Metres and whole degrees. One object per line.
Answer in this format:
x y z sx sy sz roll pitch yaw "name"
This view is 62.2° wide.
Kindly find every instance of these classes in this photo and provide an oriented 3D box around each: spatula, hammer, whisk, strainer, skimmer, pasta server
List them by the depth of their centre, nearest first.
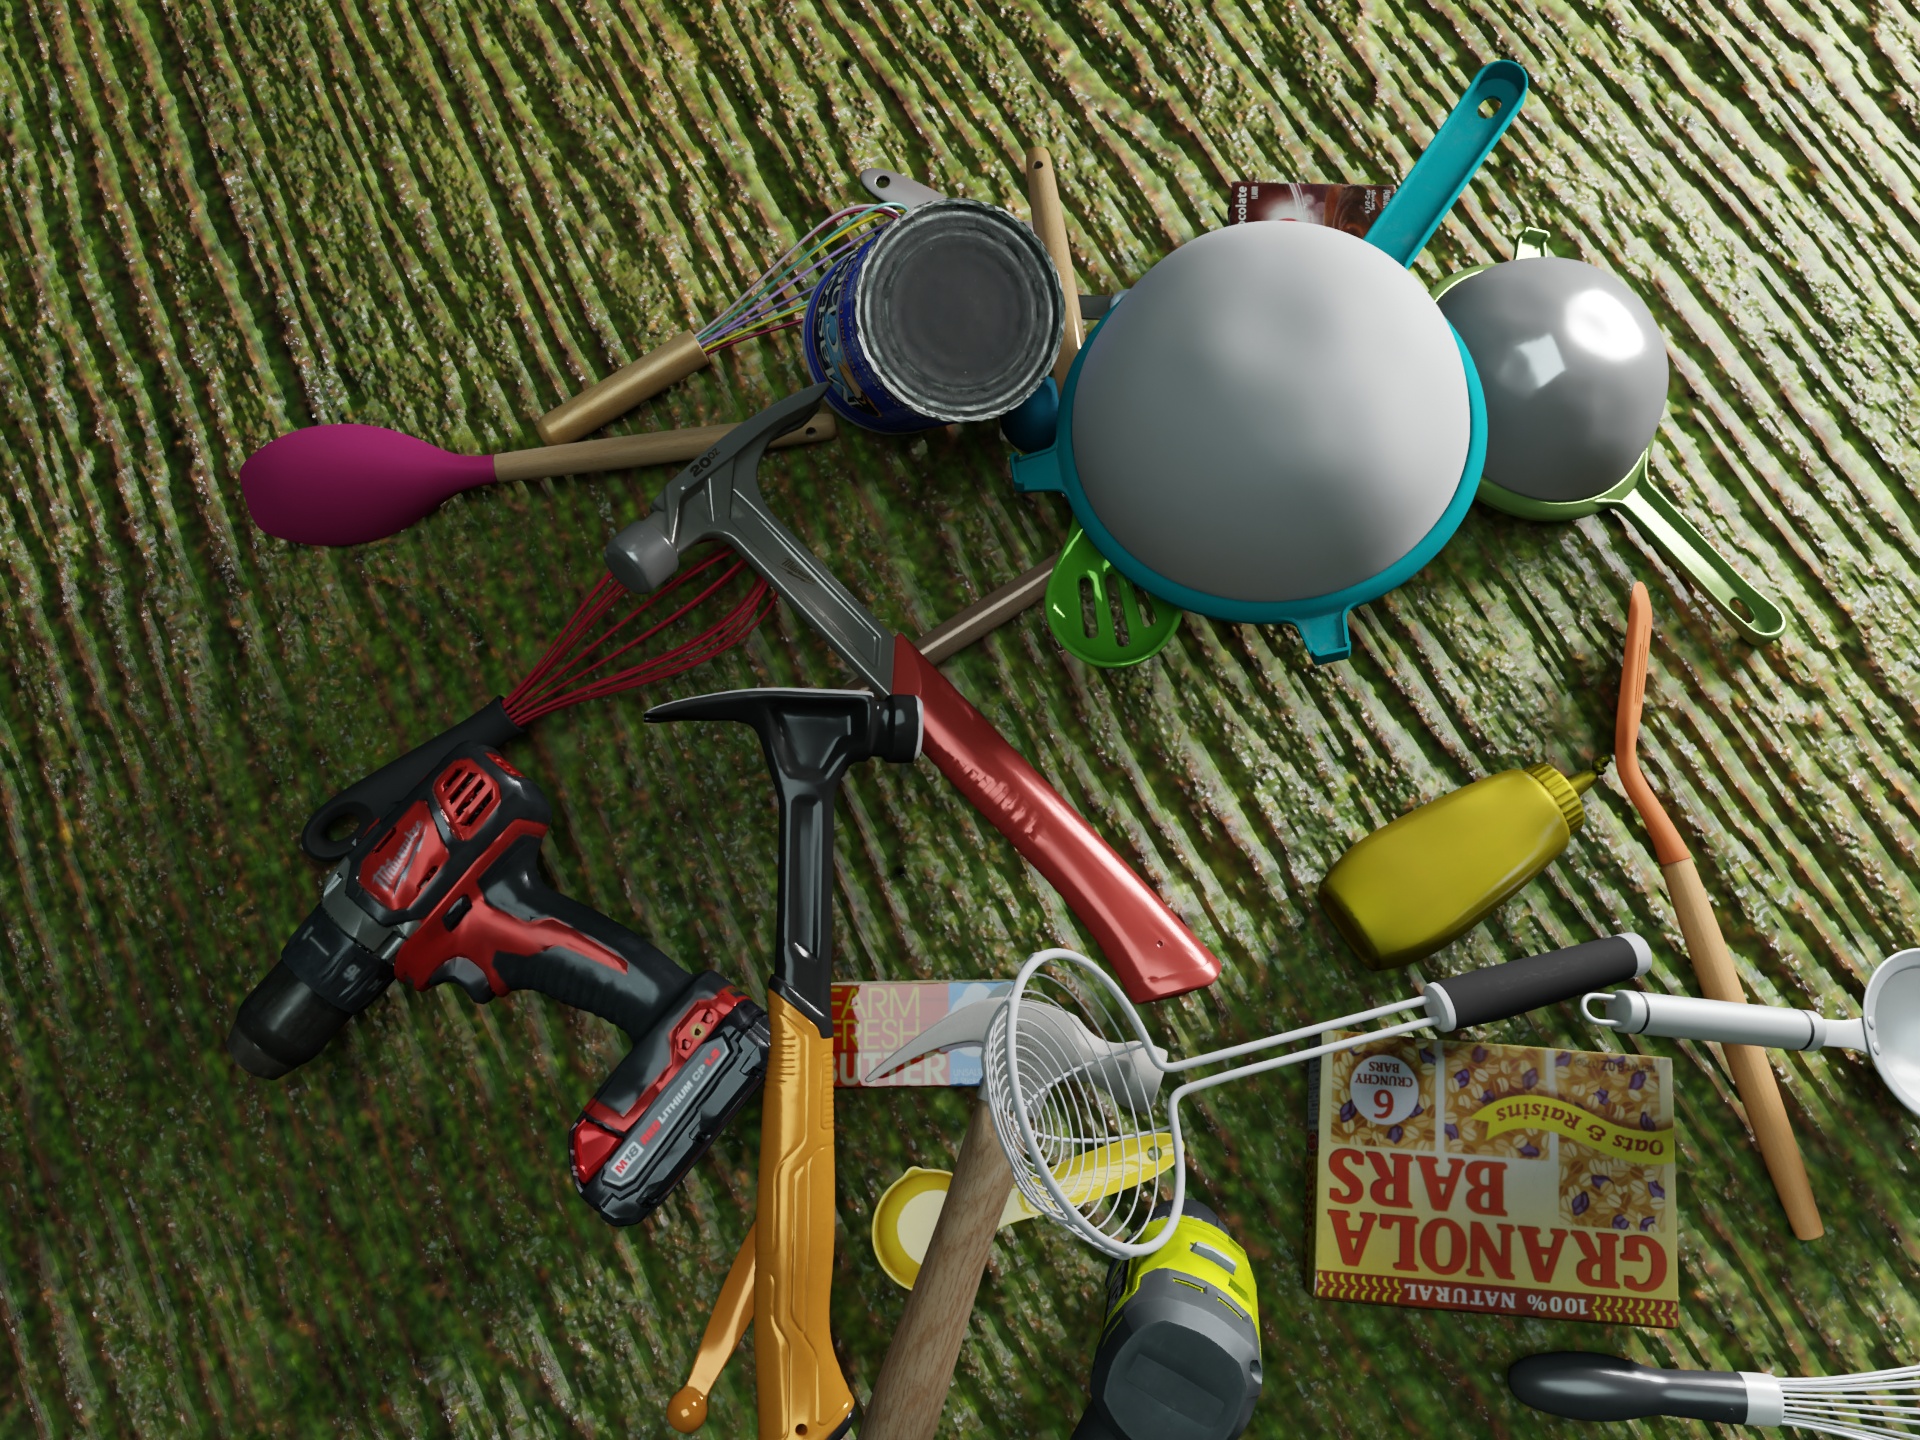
0.176 0.135 0.700 0.363 0.090 0.127 -10 71 -20 "skimmer"
-0.080 0.153 0.710 0.127 0.034 0.337 1 83 -12 "hammer"
0.396 0.311 0.722 0.284 0.070 0.070 1 76 8 "whisk"
-0.019 0.287 0.728 0.130 0.031 0.331 19 82 6 "hammer"
0.398 0.144 0.741 0.258 0.050 0.087 8 67 -15 "strainer"
0.184 -0.210 0.765 0.211 0.095 0.340 33 81 17 "strainer"
0.369 0.090 0.780 0.041 0.081 0.323 -21 80 26 "spatula"
-0.001 -0.003 0.791 0.359 0.036 0.149 45 63 0 "hammer"
0.343 -0.144 0.816 0.151 0.069 0.256 -40 84 -20 "strainer"
-0.217 -0.015 0.826 0.296 0.073 0.073 -34 78 1 "whisk"
0.047 -0.081 0.839 0.316 0.040 0.060 -32 68 -4 "pasta server"
-0.124 -0.217 0.877 0.245 0.051 0.047 -31 83 -2 "whisk"

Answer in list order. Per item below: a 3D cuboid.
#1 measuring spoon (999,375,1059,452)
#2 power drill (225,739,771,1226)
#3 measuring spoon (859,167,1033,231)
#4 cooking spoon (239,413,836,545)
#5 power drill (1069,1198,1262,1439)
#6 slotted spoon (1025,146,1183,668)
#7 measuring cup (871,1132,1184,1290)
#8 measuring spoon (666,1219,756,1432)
0.028 -0.209 0.866 0.042 0.021 0.129 -16 83 22 "measuring spoon"
-0.218 0.144 0.764 0.227 0.080 0.188 39 81 6 "power drill"
-0.004 -0.288 0.901 0.124 0.018 0.034 28 79 9 "measuring spoon"
-0.226 -0.140 0.863 0.319 0.017 0.068 -8 120 -4 "cooking spoon"
0.057 0.319 0.683 0.080 0.190 0.228 28 93 8 "power drill"
0.063 -0.169 0.836 0.070 0.031 0.314 -10 71 8 "slotted spoon"
0.033 0.230 0.771 0.156 0.029 0.062 -18 76 -5 "measuring cup"
-0.111 0.287 0.769 0.021 0.011 0.117 24 78 8 "measuring spoon"
